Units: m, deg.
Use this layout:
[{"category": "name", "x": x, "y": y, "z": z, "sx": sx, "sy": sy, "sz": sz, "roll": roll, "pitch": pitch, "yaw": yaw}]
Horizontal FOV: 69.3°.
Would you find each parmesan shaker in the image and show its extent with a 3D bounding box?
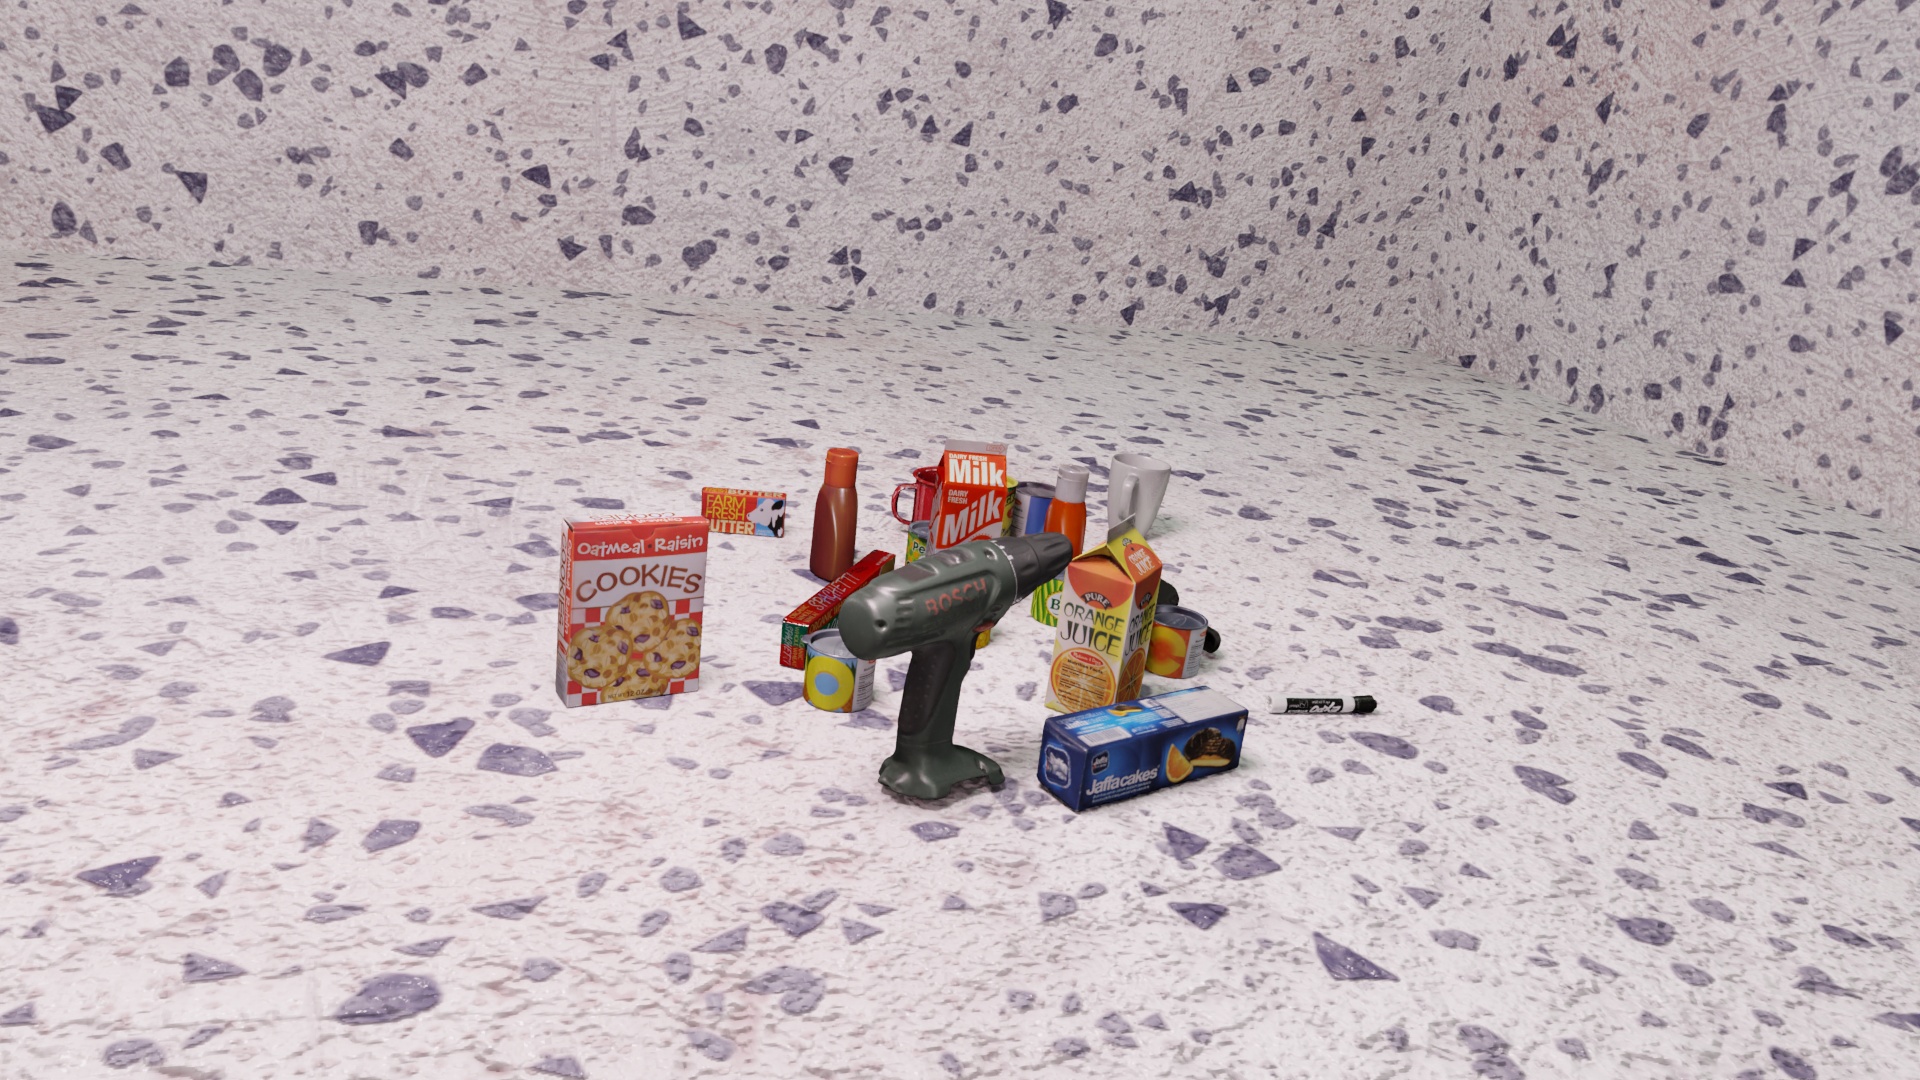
[{"category": "parmesan shaker", "x": 0.032, "y": -0.028, "z": 1.719, "sx": 0.071, "sy": 0.102, "sz": 0.071, "roll": 7, "pitch": 18, "yaw": -2}]

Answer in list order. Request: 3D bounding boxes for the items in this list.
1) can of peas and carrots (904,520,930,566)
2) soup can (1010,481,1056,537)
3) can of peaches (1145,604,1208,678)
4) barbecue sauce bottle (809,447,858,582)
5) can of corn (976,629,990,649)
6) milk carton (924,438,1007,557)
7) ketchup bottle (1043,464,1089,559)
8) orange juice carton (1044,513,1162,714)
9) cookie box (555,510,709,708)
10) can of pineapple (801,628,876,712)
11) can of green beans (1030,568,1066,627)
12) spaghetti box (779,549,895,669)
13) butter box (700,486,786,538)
[{"category": "can of peas and carrots", "x": -0.032, "y": 0.015, "z": 1.636, "sx": 0.071, "sy": 0.058, "sz": 0.071, "roll": 7, "pitch": 18, "yaw": -2}, {"category": "soup can", "x": 0.096, "y": -0.027, "z": 1.769, "sx": 0.071, "sy": 0.083, "sz": 0.071, "roll": 7, "pitch": 18, "yaw": -2}, {"category": "can of peaches", "x": 0.222, "y": 0.106, "z": 1.466, "sx": 0.071, "sy": 0.057, "sz": 0.071, "roll": 7, "pitch": 18, "yaw": -2}, {"category": "barbecue sauce bottle", "x": -0.142, "y": -0.031, "z": 1.587, "sx": 0.044, "sy": 0.148, "sz": 0.065, "roll": -5, "pitch": 22, "yaw": -33}, {"category": "can of corn", "x": 0.004, "y": 0.077, "z": 1.467, "sx": 0.071, "sy": 0.058, "sz": 0.071, "roll": 7, "pitch": 18, "yaw": -2}, {"category": "milk carton", "x": 0.006, "y": -0.019, "z": 1.545, "sx": 0.072, "sy": 0.189, "sz": 0.074, "roll": 4, "pitch": 18, "yaw": -9}, {"category": "ketchup bottle", "x": 0.123, "y": -0.015, "z": 1.642, "sx": 0.043, "sy": 0.148, "sz": 0.065, "roll": 0, "pitch": 20, "yaw": -22}, {"category": "orange juice carton", "x": 0.139, "y": 0.072, "z": 1.322, "sx": 0.073, "sy": 0.192, "sz": 0.072, "roll": 16, "pitch": 20, "yaw": 26}, {"category": "cookie box", "x": -0.291, "y": 0.059, "z": 1.234, "sx": 0.123, "sy": 0.166, "sz": 0.040, "roll": -4, "pitch": 21, "yaw": -32}, {"category": "can of pineapple", "x": -0.114, "y": 0.120, "z": 1.293, "sx": 0.071, "sy": 0.057, "sz": 0.071, "roll": 7, "pitch": 18, "yaw": -2}, {"category": "can of green beans", "x": 0.114, "y": 0.060, "z": 1.560, "sx": 0.071, "sy": 0.057, "sz": 0.071, "roll": 7, "pitch": 18, "yaw": -2}, {"category": "spaghetti box", "x": -0.125, "y": 0.068, "z": 1.455, "sx": 0.029, "sy": 0.050, "sz": 0.251, "roll": 12, "pitch": 19, "yaw": 15}, {"category": "butter box", "x": -0.266, "y": -0.035, "z": 1.702, "sx": 0.103, "sy": 0.053, "sz": 0.024, "roll": 5, "pitch": 18, "yaw": -7}]
